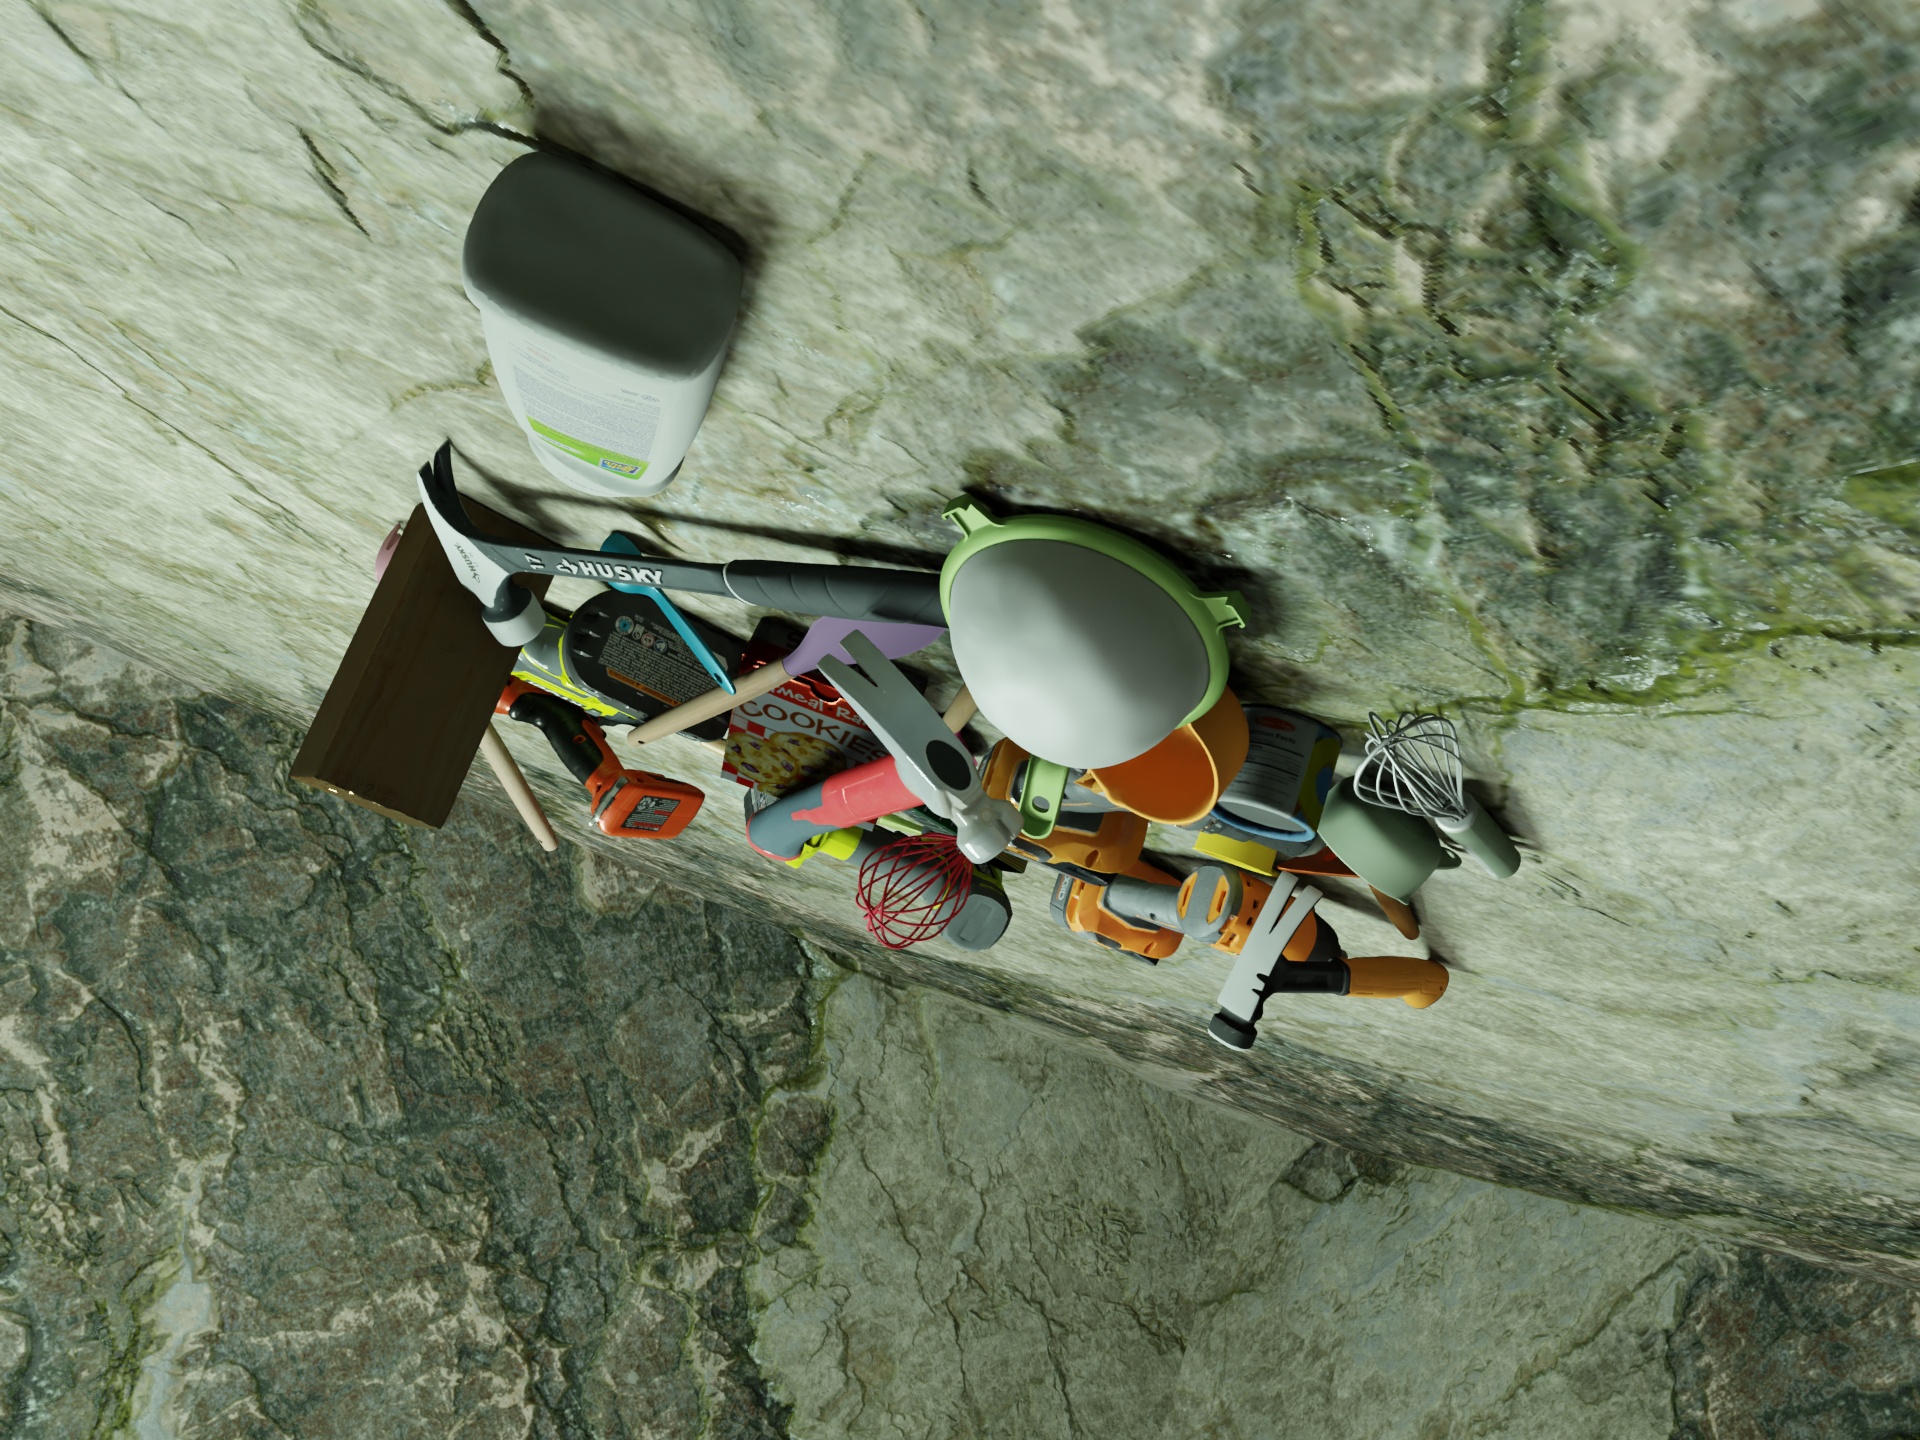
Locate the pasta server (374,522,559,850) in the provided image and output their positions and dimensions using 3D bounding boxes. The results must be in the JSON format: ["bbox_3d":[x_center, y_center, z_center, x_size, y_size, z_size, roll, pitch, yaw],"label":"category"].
[{"bbox_3d":[-0.379,-0.014,1.251,0.060,0.040,0.315,26,146,41],"label":"pasta server"}]

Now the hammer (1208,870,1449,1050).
[{"bbox_3d":[0.304,0.190,1.224,0.034,0.127,0.336,30,-170,37],"label":"hammer"}]

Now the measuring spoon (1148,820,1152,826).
[{"bbox_3d":[0.088,0.047,1.186,0.124,0.018,0.034,24,167,12],"label":"measuring spoon"}]

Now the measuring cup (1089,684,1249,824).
[{"bbox_3d":[0.082,-0.021,0.873,0.174,0.052,0.095,42,143,9],"label":"measuring cup"}]

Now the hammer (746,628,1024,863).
[{"bbox_3d":[-0.087,0.041,1.025,0.143,0.038,0.386,50,158,-8],"label":"hammer"}]

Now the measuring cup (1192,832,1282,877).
[{"bbox_3d":[0.219,0.097,1.181,0.062,0.029,0.156,18,178,27],"label":"measuring cup"}]

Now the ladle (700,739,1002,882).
[{"bbox_3d":[-0.105,0.093,1.526,0.320,0.062,0.078,24,-176,-3],"label":"ladle"}]

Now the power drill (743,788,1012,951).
[{"bbox_3d":[-0.069,0.099,1.383,0.228,0.080,0.191,28,-166,-20],"label":"power drill"}]

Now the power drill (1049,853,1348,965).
[{"bbox_3d":[0.197,0.163,1.299,0.164,0.084,0.226,26,166,-30],"label":"power drill"}]

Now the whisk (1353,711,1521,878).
[{"bbox_3d":[0.270,0.049,0.876,0.246,0.059,0.058,33,-160,-53],"label":"whisk"}]

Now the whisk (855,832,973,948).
[{"bbox_3d":[0.000,0.094,1.154,0.073,0.073,0.296,15,-163,18],"label":"whisk"}]

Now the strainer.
[{"bbox_3d":[0.044,0.006,0.813,0.151,0.069,0.256,21,145,9],"label":"strainer"}]

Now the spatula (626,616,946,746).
[{"bbox_3d":[-0.121,-0.027,1.017,0.059,0.018,0.316,32,144,-34],"label":"spatula"}]

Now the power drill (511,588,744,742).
[{"bbox_3d":[-0.255,-0.036,1.217,0.171,0.080,0.223,27,168,-26],"label":"power drill"}]

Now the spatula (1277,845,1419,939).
[{"bbox_3d":[0.294,0.125,1.114,0.081,0.041,0.322,3,163,24],"label":"spatula"}]

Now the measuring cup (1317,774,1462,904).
[{"bbox_3d":[0.274,0.069,0.959,0.167,0.038,0.083,9,-144,-48],"label":"measuring cup"}]

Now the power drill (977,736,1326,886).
[{"bbox_3d":[0.117,0.053,1.038,0.185,0.084,0.226,22,161,-14],"label":"power drill"}]

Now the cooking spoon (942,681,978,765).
[{"bbox_3d":[-0.002,-0.004,1.103,0.068,0.017,0.319,20,166,-4],"label":"cooking spoon"}]

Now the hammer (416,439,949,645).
[{"bbox_3d":[-0.141,-0.085,0.911,0.409,0.036,0.149,8,141,26],"label":"hammer"}]

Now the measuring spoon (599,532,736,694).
[{"bbox_3d":[-0.189,-0.063,1.009,0.128,0.021,0.042,51,153,-1],"label":"measuring spoon"}]
